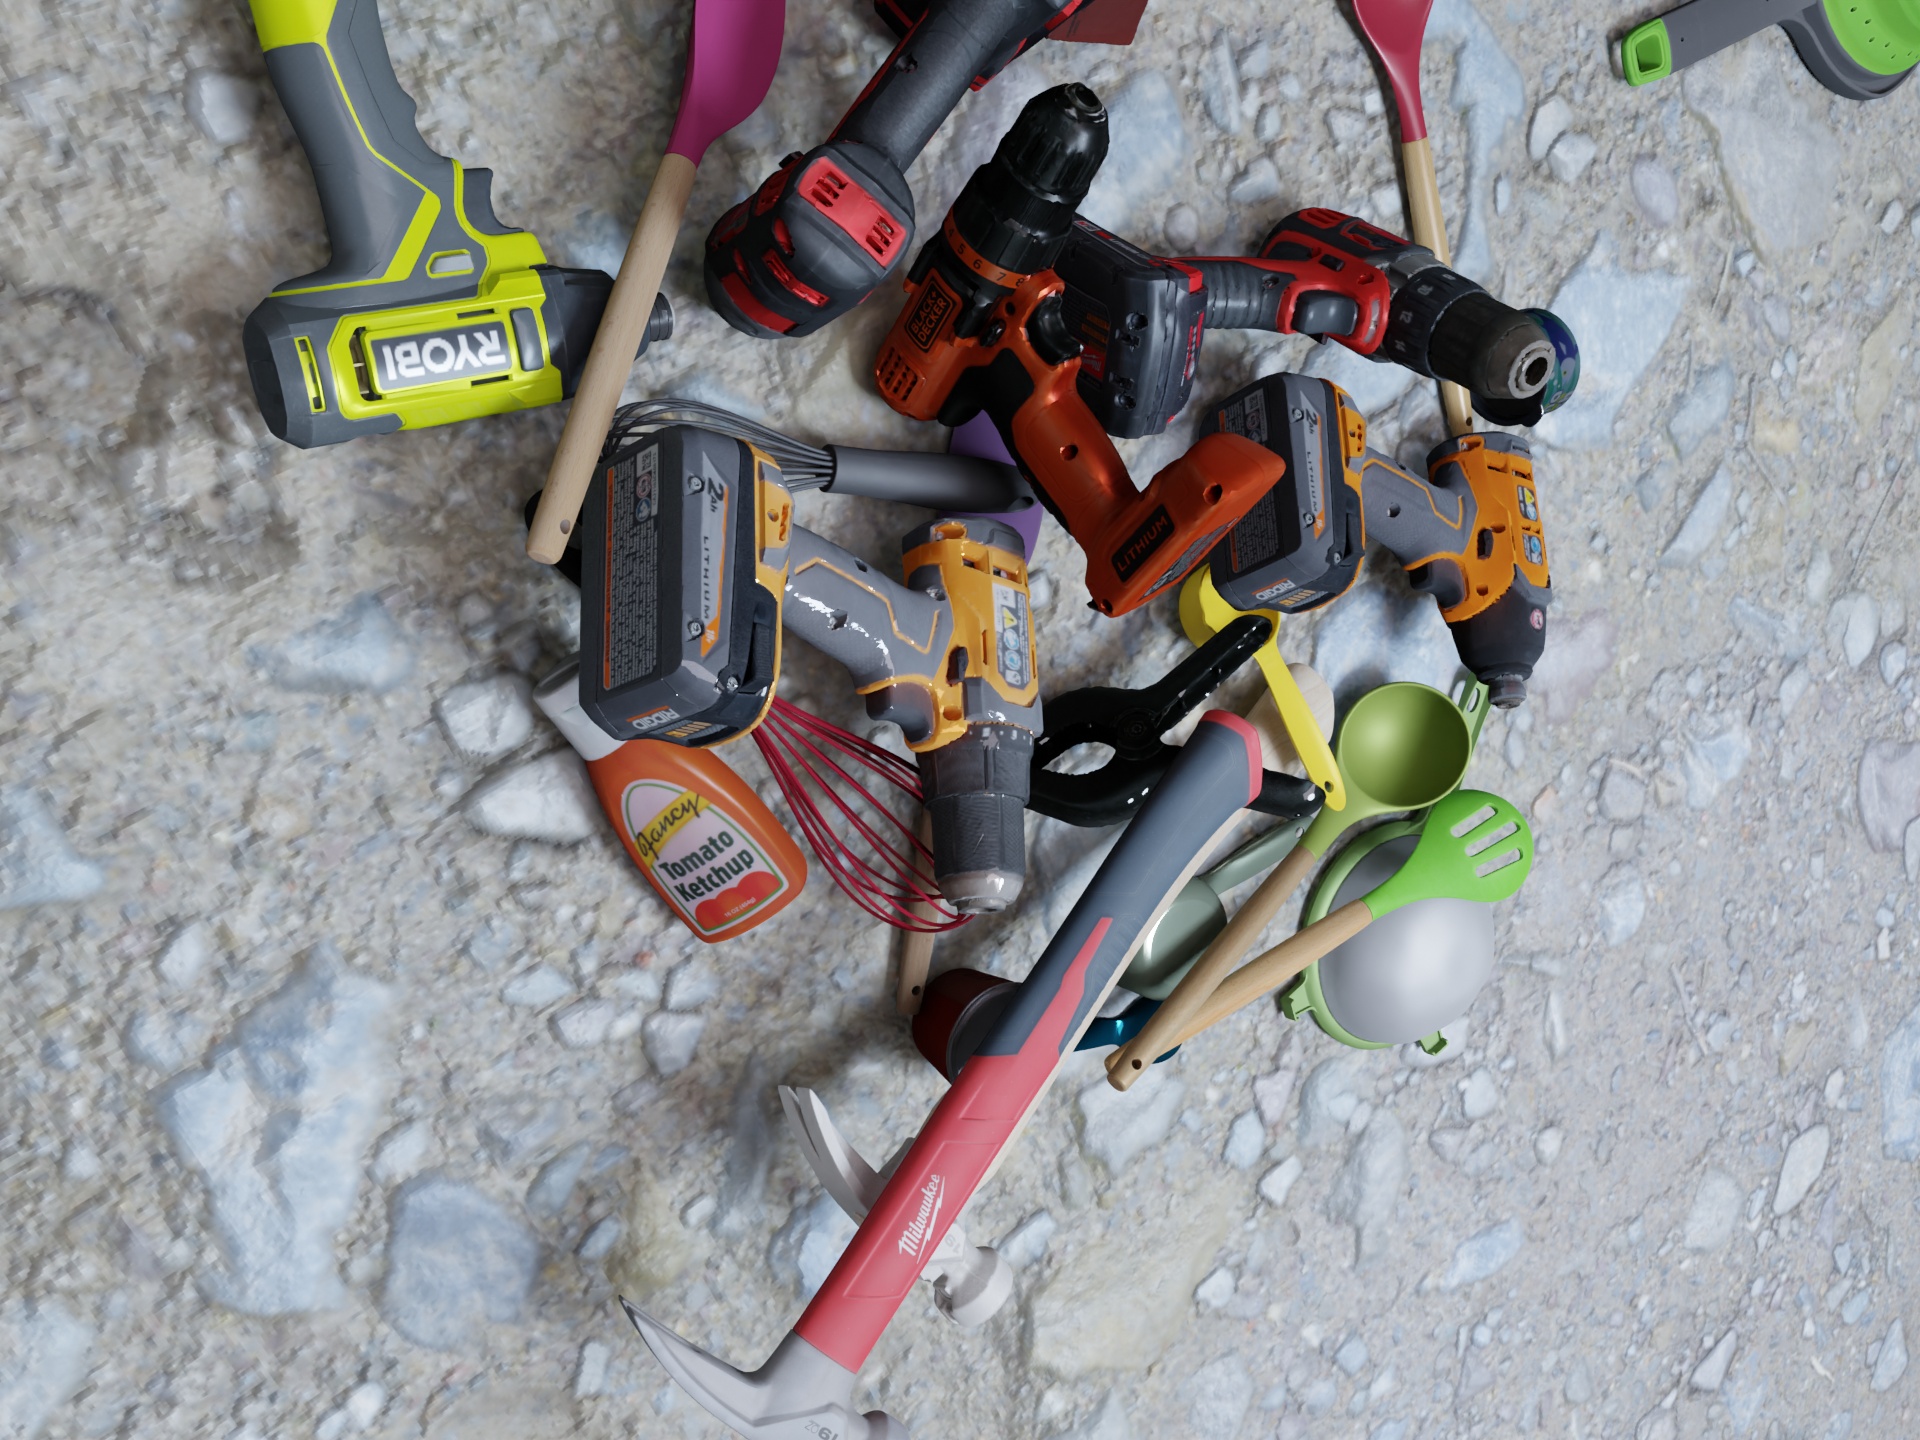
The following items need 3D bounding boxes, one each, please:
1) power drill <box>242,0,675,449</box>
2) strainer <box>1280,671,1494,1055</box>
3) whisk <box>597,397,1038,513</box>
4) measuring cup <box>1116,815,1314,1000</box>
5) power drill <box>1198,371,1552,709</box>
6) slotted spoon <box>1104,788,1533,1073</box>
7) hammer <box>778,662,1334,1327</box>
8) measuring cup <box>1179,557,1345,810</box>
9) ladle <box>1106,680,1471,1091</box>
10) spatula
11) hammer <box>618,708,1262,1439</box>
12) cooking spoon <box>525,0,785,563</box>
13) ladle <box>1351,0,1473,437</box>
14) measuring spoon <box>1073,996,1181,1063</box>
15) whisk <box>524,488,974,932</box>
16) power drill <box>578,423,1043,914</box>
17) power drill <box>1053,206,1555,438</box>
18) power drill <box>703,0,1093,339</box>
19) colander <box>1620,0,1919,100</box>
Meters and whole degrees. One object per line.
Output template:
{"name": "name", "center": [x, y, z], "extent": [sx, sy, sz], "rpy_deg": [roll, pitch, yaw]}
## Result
{"name": "power drill", "center": [-0.207, -0.232, 0.625], "extent": [0.171, 0.080, 0.223], "rpy_deg": [-19, 111, -32]}
{"name": "strainer", "center": [0.306, 0.092, 0.993], "extent": [0.151, 0.069, 0.256], "rpy_deg": [19, 90, -32]}
{"name": "whisk", "center": [-0.062, -0.115, 0.744], "extent": [0.238, 0.055, 0.055], "rpy_deg": [1, 99, -31]}
{"name": "measuring cup", "center": [0.154, 0.101, 0.920], "extent": [0.167, 0.038, 0.083], "rpy_deg": [-29, 113, -21]}
{"name": "power drill", "center": [0.245, -0.096, 0.893], "extent": [0.226, 0.084, 0.164], "rpy_deg": [8, 71, -33]}
{"name": "slotted spoon", "center": [0.214, 0.124, 0.917], "extent": [0.314, 0.031, 0.070], "rpy_deg": [-27, 80, -18]}
{"name": "hammer", "center": [0.077, 0.100, 0.828], "extent": [0.146, 0.038, 0.411], "rpy_deg": [52, 58, -16]}
{"name": "measuring cup", "center": [0.170, -0.017, 0.889], "extent": [0.062, 0.029, 0.156], "rpy_deg": [-28, 93, -33]}
{"name": "ladle", "center": [0.186, 0.090, 0.897], "extent": [0.078, 0.062, 0.320], "rpy_deg": [46, 61, 1]}
{"name": "spatula", "center": [-0.001, -0.003, 0.821], "extent": [0.059, 0.018, 0.316], "rpy_deg": [8, 94, -27]}
{"name": "hammer", "center": [0.014, 0.143, 0.716], "extent": [0.143, 0.038, 0.386], "rpy_deg": [41, 73, -17]}
{"name": "cooking spoon", "center": [-0.124, -0.209, 0.658], "extent": [0.068, 0.017, 0.319], "rpy_deg": [47, 53, -59]}
{"name": "ladle", "center": [0.270, -0.312, 0.925], "extent": [0.069, 0.031, 0.315], "rpy_deg": [-25, 113, -22]}
{"name": "measuring spoon", "center": [0.079, 0.180, 0.900], "extent": [0.128, 0.021, 0.042], "rpy_deg": [2, 98, -32]}
{"name": "whisk", "center": [-0.089, 0.000, 0.745], "extent": [0.295, 0.073, 0.073], "rpy_deg": [45, 75, -21]}
{"name": "power drill", "center": [-0.050, -0.016, 0.689], "extent": [0.226, 0.084, 0.185], "rpy_deg": [14, 67, -45]}
{"name": "power drill", "center": [0.159, -0.198, 0.788], "extent": [0.226, 0.188, 0.080], "rpy_deg": [-12, 127, -26]}
{"name": "power drill", "center": [-0.034, -0.260, 0.691], "extent": [0.078, 0.143, 0.220], "rpy_deg": [37, 73, -22]}
{"name": "colander", "center": [0.590, -0.496, 1.042], "extent": [0.397, 0.094, 0.204], "rpy_deg": [-30, 113, -23]}
